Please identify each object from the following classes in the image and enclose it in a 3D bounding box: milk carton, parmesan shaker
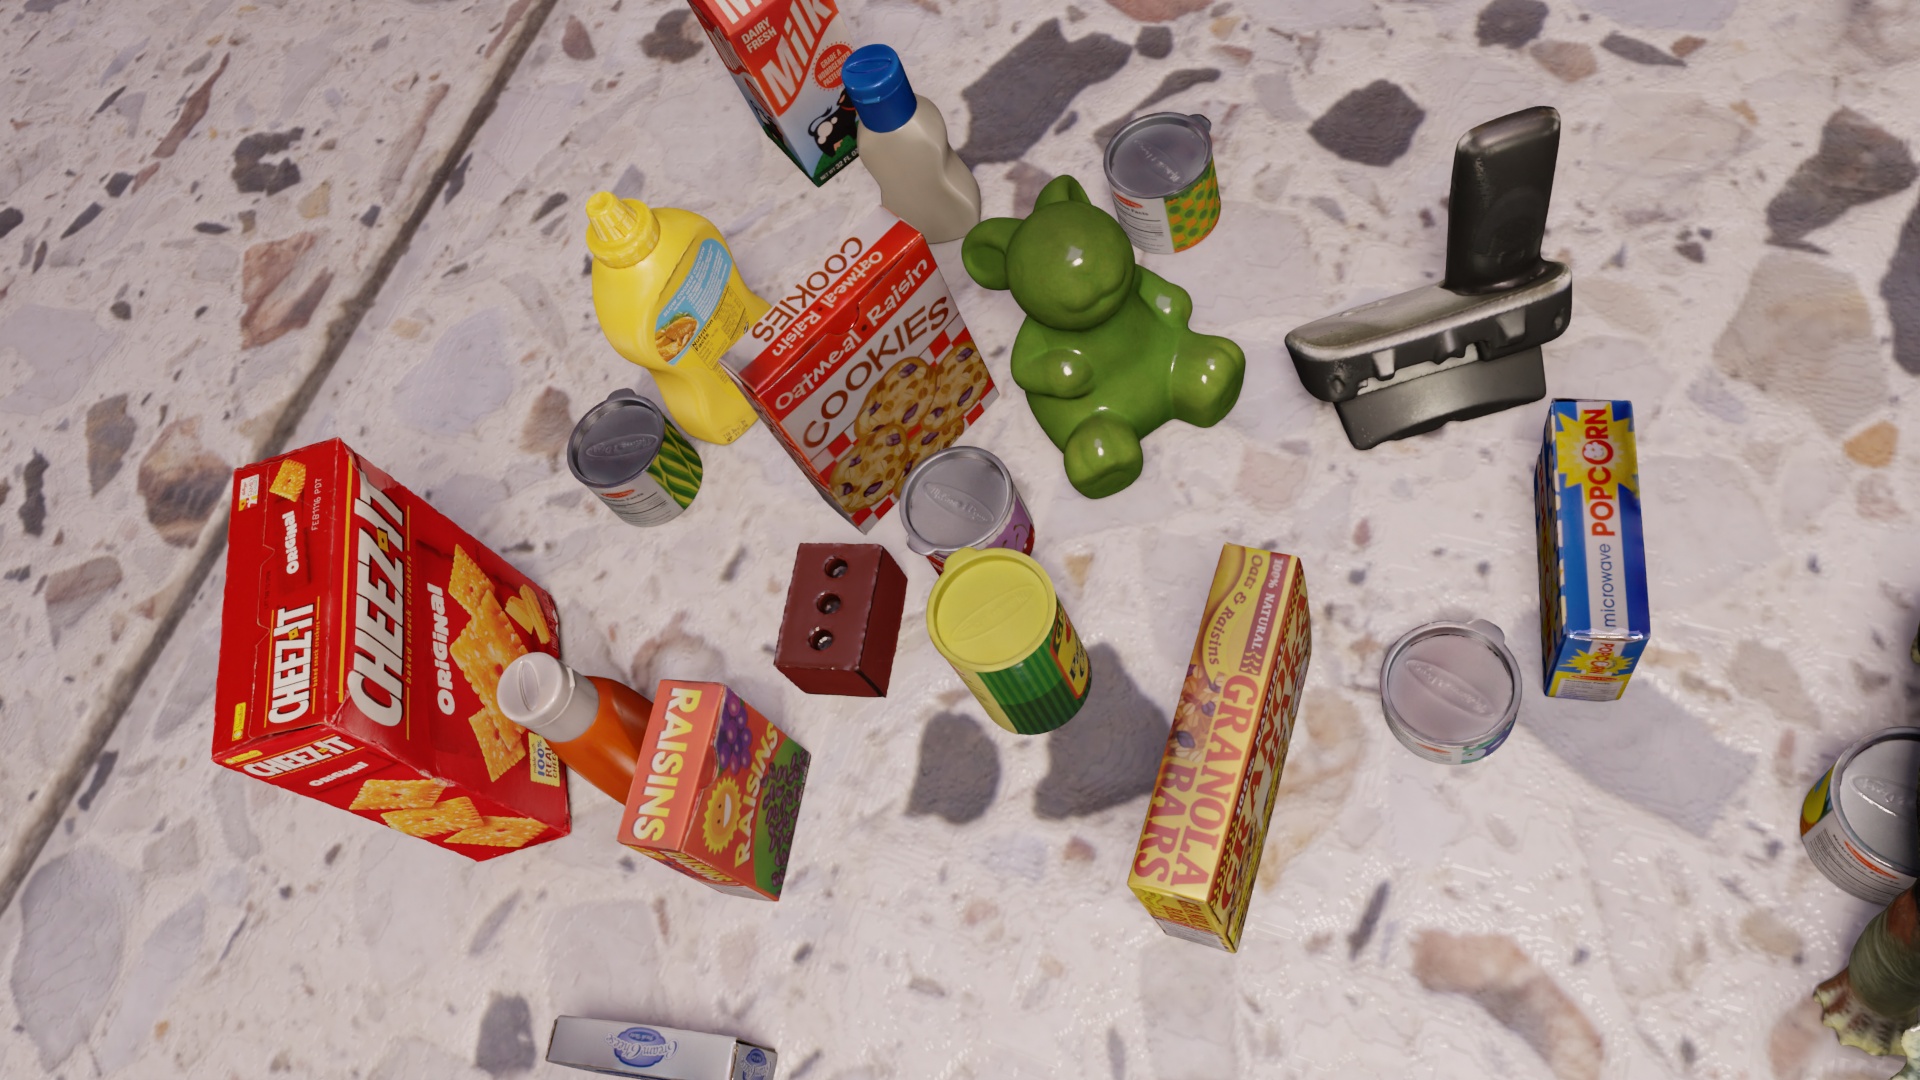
[{"bbox_3d":[-0.120,-0.332,0.917,0.072,0.190,0.073,-39,60,-4],"label":"milk carton"},{"bbox_3d":[0.027,0.053,0.729,0.071,0.102,0.071,-7,63,14],"label":"parmesan shaker"}]

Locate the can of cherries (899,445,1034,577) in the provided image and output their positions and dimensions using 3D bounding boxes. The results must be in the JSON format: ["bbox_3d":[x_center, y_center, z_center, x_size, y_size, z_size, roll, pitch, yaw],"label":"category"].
[{"bbox_3d":[0.003,-0.010,0.793,0.071,0.058,0.072,-7,63,14],"label":"can of cherries"}]

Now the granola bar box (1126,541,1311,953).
[{"bbox_3d":[0.129,0.102,0.661,0.039,0.124,0.166,11,68,22],"label":"granola bar box"}]

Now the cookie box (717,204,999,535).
[{"bbox_3d":[-0.050,-0.091,0.787,0.040,0.167,0.123,39,80,29],"label":"cookie box"}]

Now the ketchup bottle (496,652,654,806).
[{"bbox_3d":[-0.191,0.102,0.744,0.043,0.148,0.065,-24,60,5],"label":"ketchup bottle"}]

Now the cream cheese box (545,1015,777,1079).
[{"bbox_3d":[-0.151,0.262,0.706,0.104,0.053,0.024,1,65,17],"label":"cream cheese box"}]

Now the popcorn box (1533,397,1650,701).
[{"bbox_3d":[0.306,0.005,0.678,0.038,0.085,0.127,0,64,17],"label":"popcorn box"}]

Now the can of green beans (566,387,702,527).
[{"bbox_3d":[-0.204,-0.049,0.877,0.071,0.057,0.071,-7,63,14],"label":"can of green beans"}]

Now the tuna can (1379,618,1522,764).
[{"bbox_3d":[0.245,0.074,0.692,0.071,0.032,0.071,-7,63,14],"label":"tuna can"}]

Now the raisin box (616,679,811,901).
[{"bbox_3d":[-0.124,0.133,0.723,0.040,0.123,0.086,3,66,19],"label":"raisin box"}]

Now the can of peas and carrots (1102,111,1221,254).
[{"bbox_3d":[0.128,-0.223,0.863,0.071,0.058,0.071,-7,63,14],"label":"can of peas and carrots"}]

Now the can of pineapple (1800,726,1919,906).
[{"bbox_3d":[0.410,0.120,0.604,0.071,0.057,0.071,-7,63,14],"label":"can of pineapple"}]

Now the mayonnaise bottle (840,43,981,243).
[{"bbox_3d":[-0.033,-0.245,0.871,0.065,0.147,0.041,-4,64,15],"label":"mayonnaise bottle"}]
